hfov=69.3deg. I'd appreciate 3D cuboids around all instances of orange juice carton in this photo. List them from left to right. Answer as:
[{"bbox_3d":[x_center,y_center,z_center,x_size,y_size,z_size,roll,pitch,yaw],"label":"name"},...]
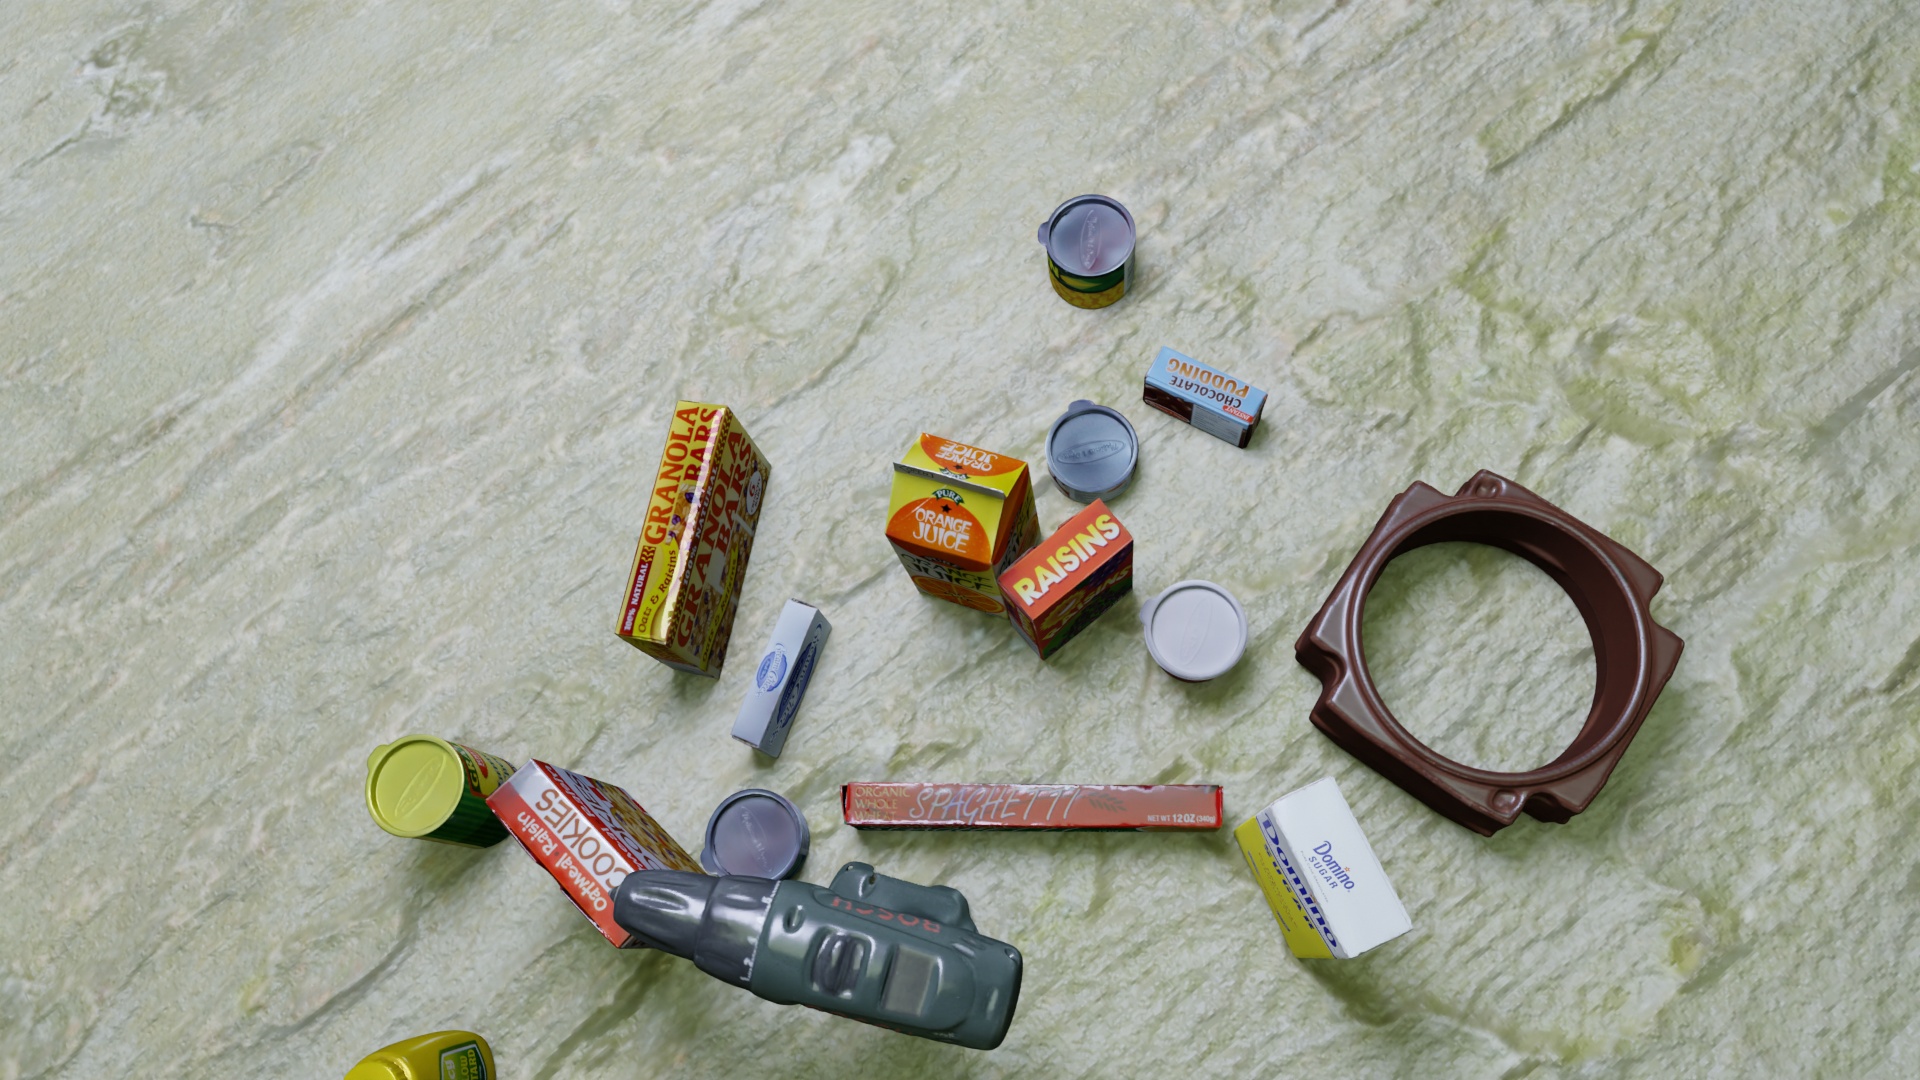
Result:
[{"bbox_3d":[0.003,-0.011,0.908,0.072,0.192,0.073,17,76,11],"label":"orange juice carton"}]

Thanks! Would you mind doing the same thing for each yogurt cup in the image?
[{"bbox_3d":[0.158,0.065,0.940,0.072,0.054,0.072,-2,73,6],"label":"yogurt cup"}]

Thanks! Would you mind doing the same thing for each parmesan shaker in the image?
[{"bbox_3d":[-0.347,0.169,0.940,0.071,0.103,0.071,-2,73,6],"label":"parmesan shaker"}]

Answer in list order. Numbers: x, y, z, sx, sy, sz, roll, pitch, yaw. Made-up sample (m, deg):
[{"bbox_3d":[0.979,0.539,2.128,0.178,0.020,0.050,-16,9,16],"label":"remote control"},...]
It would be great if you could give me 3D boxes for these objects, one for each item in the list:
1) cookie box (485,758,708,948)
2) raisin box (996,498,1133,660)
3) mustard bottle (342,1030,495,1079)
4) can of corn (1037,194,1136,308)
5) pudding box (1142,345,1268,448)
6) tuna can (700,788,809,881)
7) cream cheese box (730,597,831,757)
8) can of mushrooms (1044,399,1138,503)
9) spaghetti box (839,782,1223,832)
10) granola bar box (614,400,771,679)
[{"bbox_3d":[-0.216,0.203,0.881,0.123,0.167,0.040,41,82,16],"label":"cookie box"},{"bbox_3d":[0.072,0.028,0.925,0.086,0.123,0.040,-38,73,-5],"label":"raisin box"},{"bbox_3d":[-0.340,0.340,0.857,0.049,0.160,0.065,-11,73,3],"label":"mustard bottle"},{"bbox_3d":[0.094,-0.213,1.030,0.071,0.058,0.071,-2,73,6],"label":"can of corn"},{"bbox_3d":[0.173,-0.102,0.991,0.084,0.049,0.030,27,78,13],"label":"pudding box"},{"bbox_3d":[-0.139,0.204,0.943,0.071,0.032,0.071,-2,73,6],"label":"tuna can"},{"bbox_3d":[-0.123,0.096,0.963,0.024,0.053,0.104,19,76,12],"label":"cream cheese box"},{"bbox_3d":[0.094,-0.064,0.997,0.071,0.033,0.071,-2,73,6],"label":"can of mushrooms"},{"bbox_3d":[0.047,0.177,0.921,0.250,0.050,0.029,-1,74,6],"label":"spaghetti box"},{"bbox_3d":[-0.182,0.002,0.961,0.039,0.124,0.166,9,75,9],"label":"granola bar box"}]
